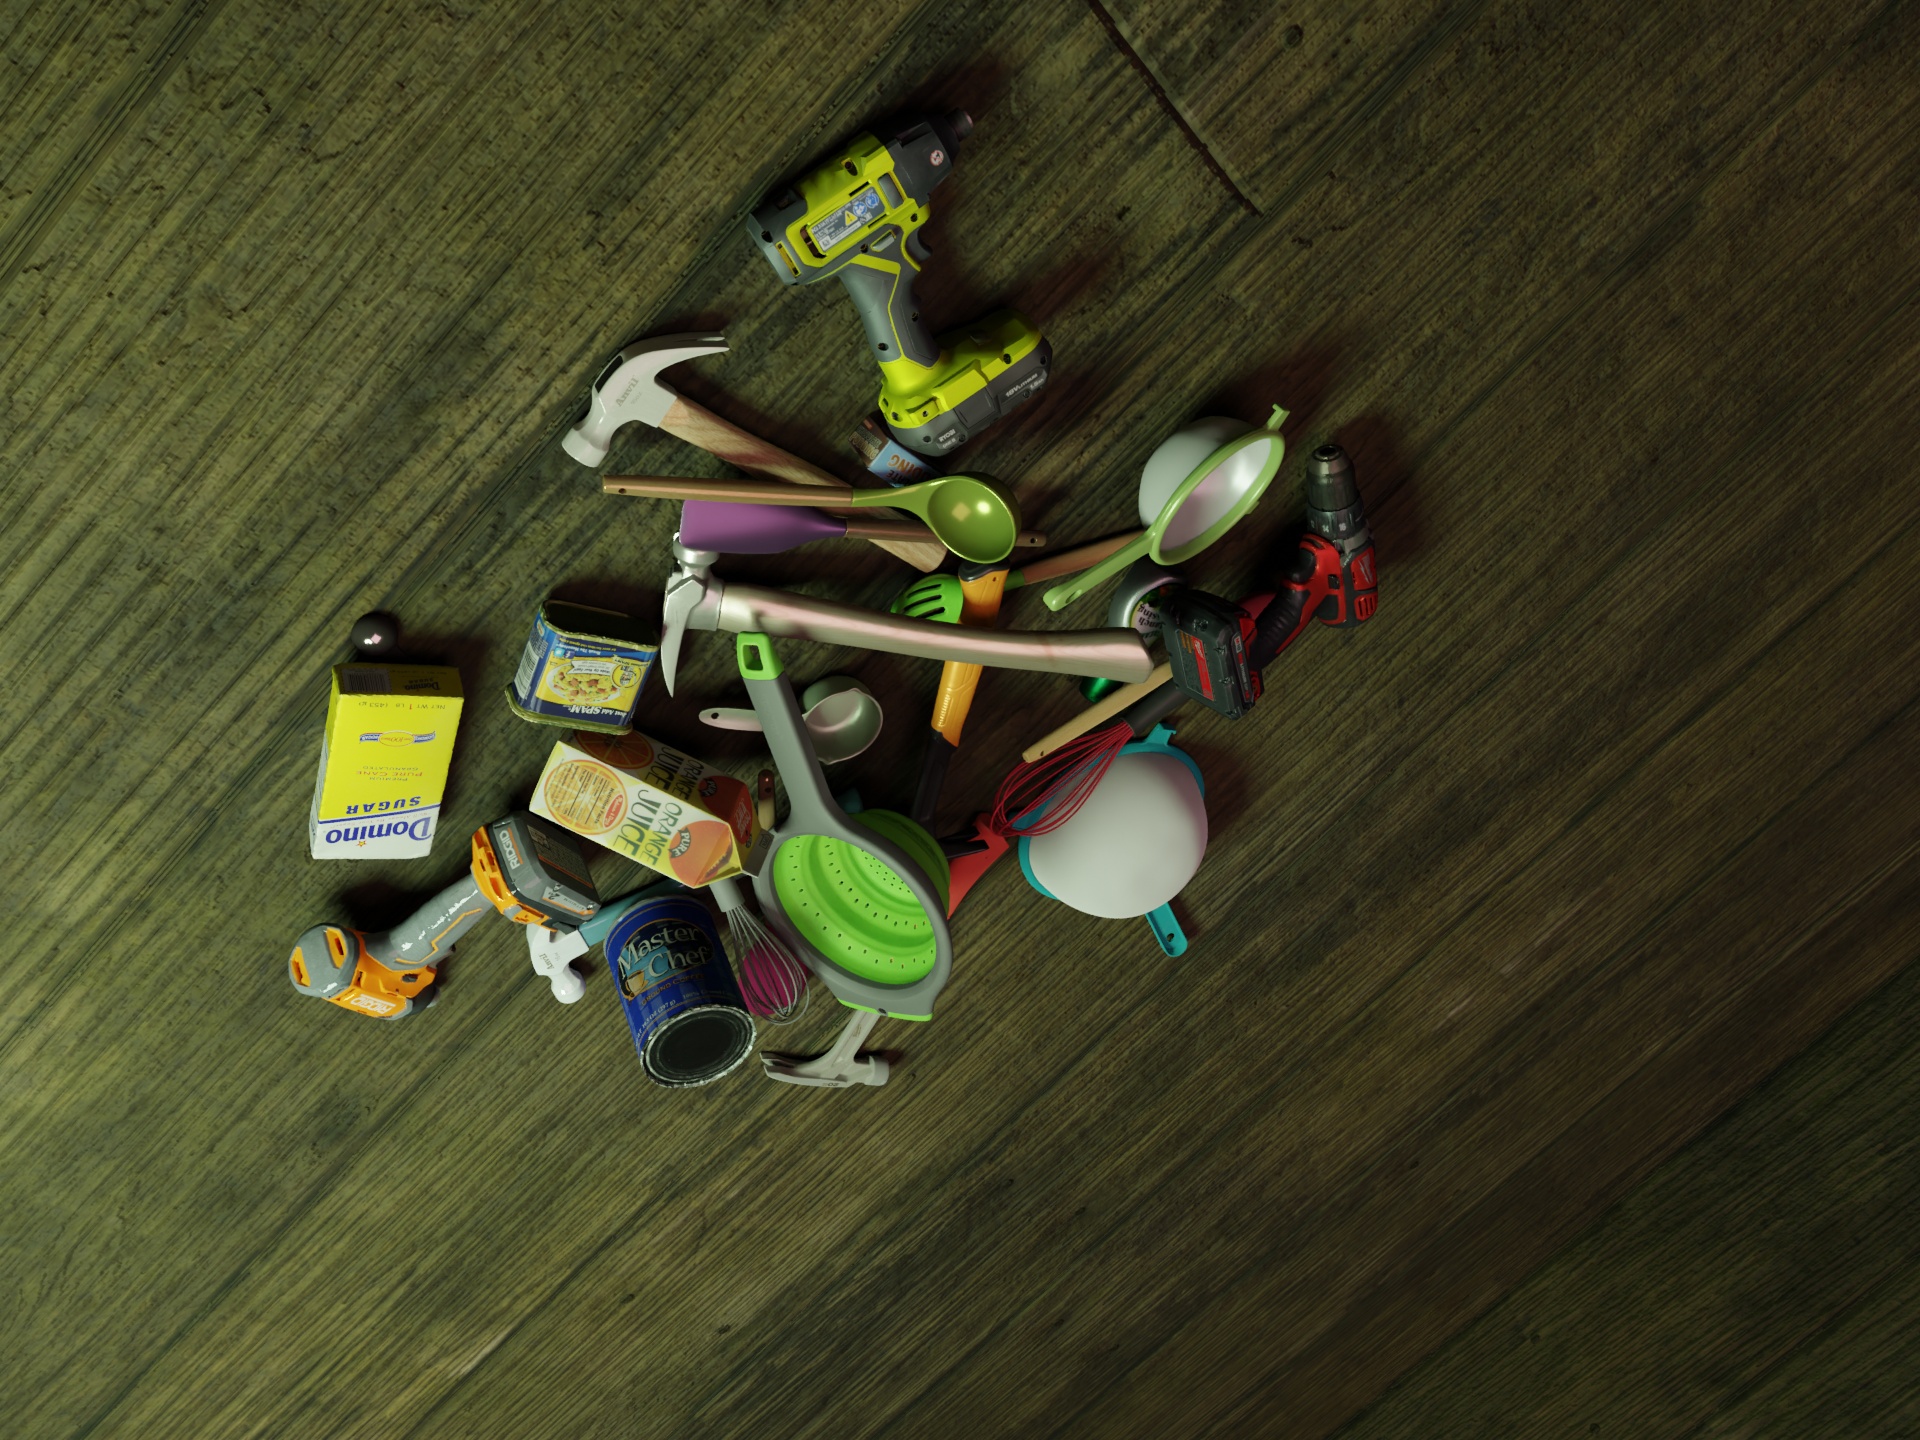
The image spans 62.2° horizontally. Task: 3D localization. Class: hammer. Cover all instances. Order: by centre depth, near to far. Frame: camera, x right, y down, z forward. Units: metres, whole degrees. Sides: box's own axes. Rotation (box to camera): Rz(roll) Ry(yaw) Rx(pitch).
[{"bbox_3d":[-0.135,-0.195,1.240,0.331,0.031,0.130,24,113,-39],"label":"hammer"},{"bbox_3d":[-0.041,-0.063,1.320,0.410,0.038,0.146,7,125,-13],"label":"hammer"},{"bbox_3d":[-0.002,-0.005,1.421,0.127,0.034,0.336,-5,129,-27],"label":"hammer"},{"bbox_3d":[-0.240,0.146,1.458,0.331,0.033,0.128,-25,134,-8],"label":"hammer"},{"bbox_3d":[-0.064,0.239,1.619,0.149,0.037,0.359,15,118,-35],"label":"hammer"}]

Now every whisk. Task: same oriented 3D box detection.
[{"bbox_3d":[-0.199,0.162,1.411,0.055,0.055,0.239,-26,98,-7],"label":"whisk"},{"bbox_3d":[0.147,0.018,1.539,0.296,0.073,0.073,-37,134,-5],"label":"whisk"}]

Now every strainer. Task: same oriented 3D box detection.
[{"bbox_3d":[0.160,-0.181,1.352,0.256,0.069,0.151,-34,159,-16],"label":"strainer"},{"bbox_3d":[0.195,0.170,1.655,0.211,0.095,0.340,-31,132,-2],"label":"strainer"}]

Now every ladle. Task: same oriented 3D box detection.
[{"bbox_3d":[-0.107,-0.162,1.205,0.320,0.062,0.078,1,142,-18],"label":"ladle"},{"bbox_3d":[0.185,-0.040,1.485,0.315,0.031,0.069,-30,130,-22],"label":"ladle"}]

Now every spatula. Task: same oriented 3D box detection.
[{"bbox_3d":[-0.070,-0.155,1.272,0.315,0.018,0.059,1,115,-27],"label":"spatula"}]

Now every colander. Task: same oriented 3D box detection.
[{"bbox_3d":[-0.097,0.078,1.367,0.094,0.204,0.396,-48,132,-43],"label":"colander"}]

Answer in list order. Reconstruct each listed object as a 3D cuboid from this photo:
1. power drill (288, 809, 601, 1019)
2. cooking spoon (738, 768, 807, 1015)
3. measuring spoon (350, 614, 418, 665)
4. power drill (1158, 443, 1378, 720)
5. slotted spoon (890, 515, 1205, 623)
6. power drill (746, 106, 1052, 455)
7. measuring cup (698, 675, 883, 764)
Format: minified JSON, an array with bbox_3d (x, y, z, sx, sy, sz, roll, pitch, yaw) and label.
[{"bbox_3d":[-0.426,0.177,1.348,0.226,0.084,0.164,-30,154,3],"label":"power drill"},{"bbox_3d":[-0.176,0.168,1.474,0.068,0.017,0.318,-10,131,-16],"label":"cooking spoon"},{"bbox_3d":[-0.426,-0.033,1.230,0.034,0.018,0.124,-30,134,-2],"label":"measuring spoon"},{"bbox_3d":[0.290,-0.127,1.447,0.227,0.080,0.187,-36,132,-20],"label":"power drill"},{"bbox_3d":[0.077,-0.132,1.402,0.313,0.031,0.070,-19,132,-15],"label":"slotted spoon"},{"bbox_3d":[-0.029,-0.321,1.165,0.171,0.080,0.223,-34,130,1],"label":"power drill"},{"bbox_3d":[-0.150,-0.007,1.379,0.167,0.038,0.083,5,123,-27],"label":"measuring cup"}]
